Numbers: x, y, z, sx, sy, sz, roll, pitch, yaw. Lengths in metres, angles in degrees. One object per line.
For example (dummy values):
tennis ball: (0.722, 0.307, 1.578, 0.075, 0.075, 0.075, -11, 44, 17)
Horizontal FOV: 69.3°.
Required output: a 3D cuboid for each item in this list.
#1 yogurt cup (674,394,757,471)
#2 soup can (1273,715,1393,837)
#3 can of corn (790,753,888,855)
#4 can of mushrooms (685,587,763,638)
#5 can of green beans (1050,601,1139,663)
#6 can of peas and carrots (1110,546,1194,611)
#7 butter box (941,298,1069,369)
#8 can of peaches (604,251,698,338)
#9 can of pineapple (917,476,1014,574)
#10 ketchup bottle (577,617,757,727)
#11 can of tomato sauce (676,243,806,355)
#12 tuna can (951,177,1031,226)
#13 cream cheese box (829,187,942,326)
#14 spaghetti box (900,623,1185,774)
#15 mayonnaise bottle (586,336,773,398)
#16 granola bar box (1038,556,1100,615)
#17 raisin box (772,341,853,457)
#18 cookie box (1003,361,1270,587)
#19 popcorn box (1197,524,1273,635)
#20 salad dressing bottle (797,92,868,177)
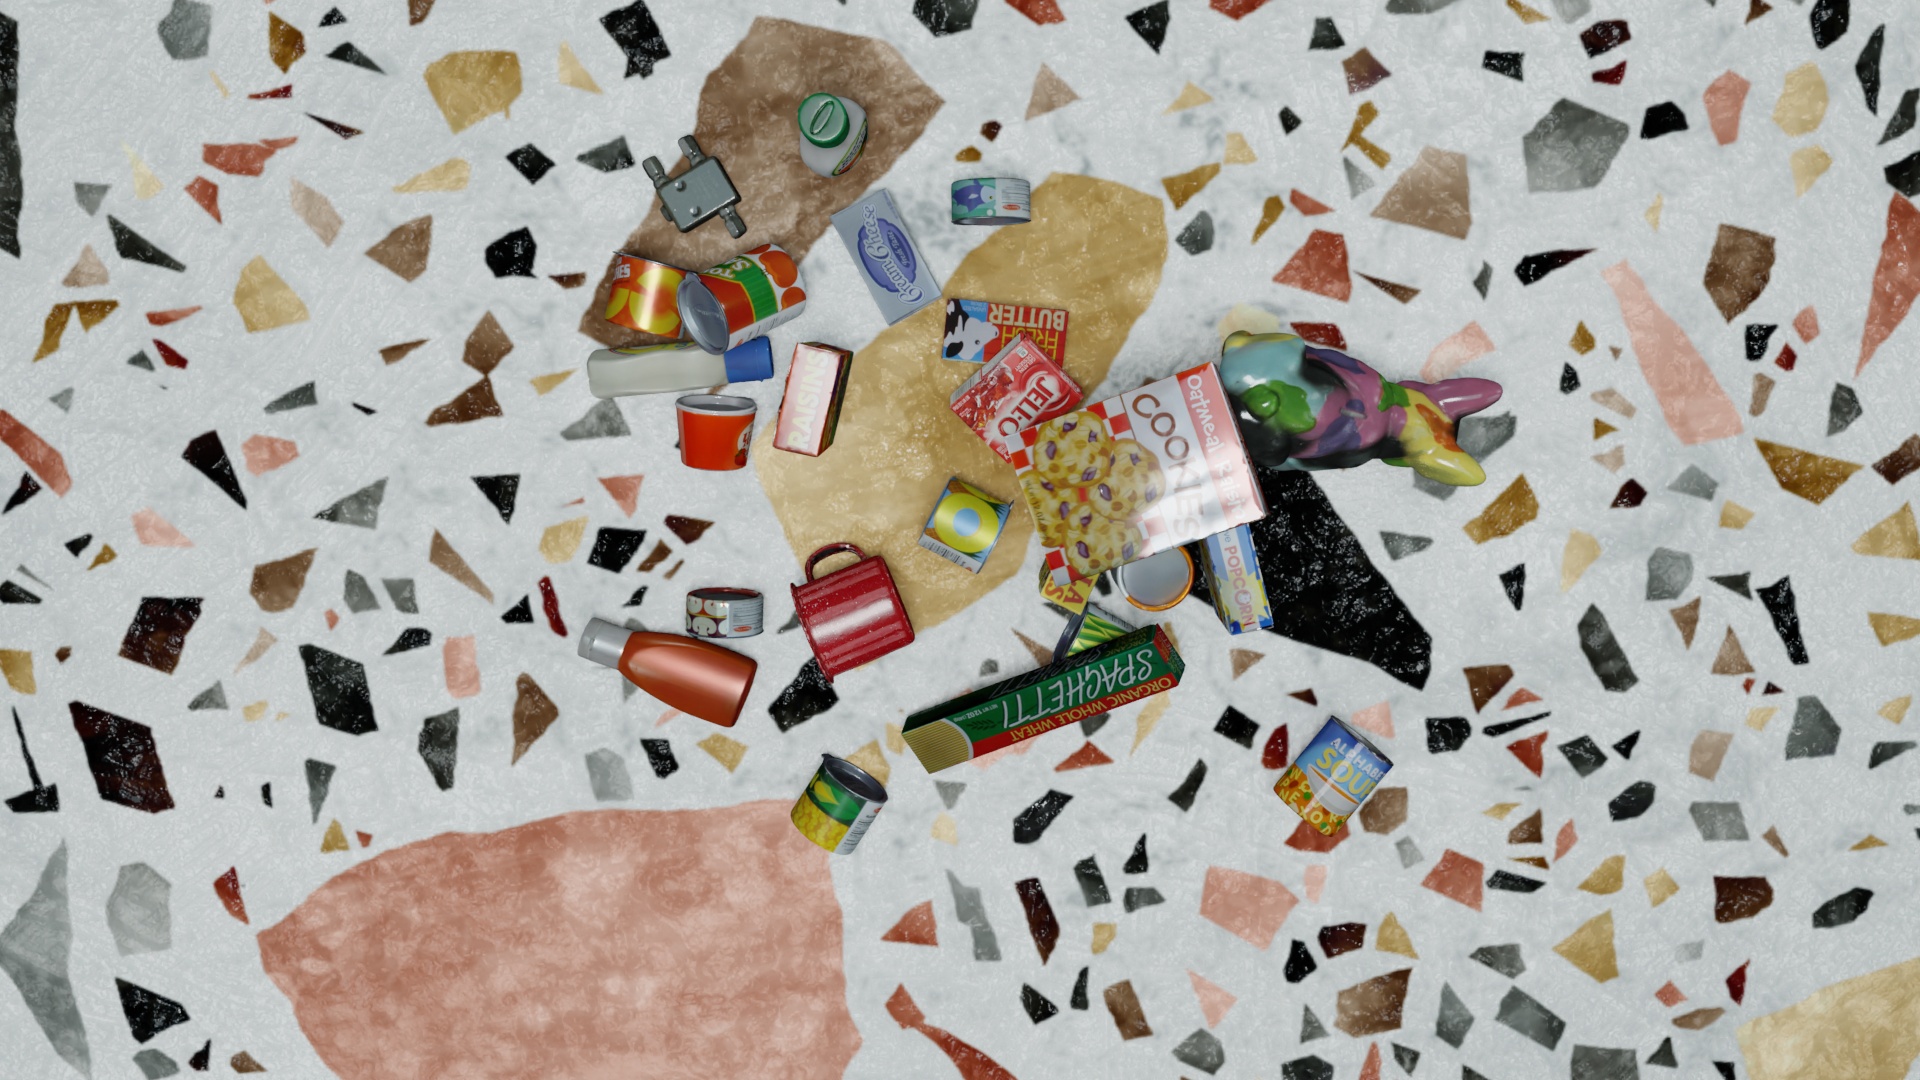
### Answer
yogurt cup: (-0.206, -0.090, 1.166, 0.072, 0.072, 0.053, 5, 106, -1)
soup can: (0.323, 0.205, 1.202, 0.071, 0.071, 0.083, 37, 97, -5)
can of corn: (-0.108, 0.229, 1.209, 0.071, 0.071, 0.058, 32, 97, -4)
can of mushrooms: (-0.203, 0.061, 1.186, 0.071, 0.071, 0.033, 2, 99, 0)
can of green beans: (0.118, 0.094, 1.189, 0.058, 0.071, 0.071, 28, 97, -4)
can of peas and carrots: (0.165, 0.023, 1.183, 0.071, 0.059, 0.071, 0, 99, 0)
butter box: (0.038, -0.174, 1.174, 0.103, 0.024, 0.053, 5, 99, 0)
can of peaches: (-0.258, -0.202, 1.148, 0.071, 0.071, 0.058, 14, 99, -2)
can of pineapple: (0.004, -0.015, 1.175, 0.058, 0.071, 0.071, 27, 97, -3)
ketchup bottle: (-0.255, 0.109, 1.203, 0.149, 0.043, 0.064, 21, 97, -3)
can of tomato sauce: (-0.178, -0.199, 1.131, 0.083, 0.071, 0.071, -33, 99, -34)
tuna can: (0.023, -0.277, 1.140, 0.071, 0.071, 0.032, -1, 97, 0)
cream cheese box: (-0.061, -0.237, 1.165, 0.053, 0.024, 0.103, -28, 97, 4)
spaghetti box: (0.066, 0.135, 1.167, 0.249, 0.029, 0.050, -23, 112, 24)
mayonnaise bottle: (-0.232, -0.146, 1.160, 0.148, 0.065, 0.041, -6, 105, -3)
granola bar box: (0.114, -0.030, 1.142, 0.039, 0.124, 0.165, 24, 97, 0)
raisin box: (-0.119, -0.118, 1.131, 0.040, 0.123, 0.086, 14, 98, -2)
cookie box: (0.133, -0.049, 1.051, 0.167, 0.040, 0.123, -19, 88, 14)
popcorn box: (0.224, 0.009, 1.168, 0.038, 0.085, 0.126, -15, 98, 3)
salad dressing bottle: (-0.102, -0.321, 1.091, 0.044, 0.148, 0.064, 33, 97, -5)
